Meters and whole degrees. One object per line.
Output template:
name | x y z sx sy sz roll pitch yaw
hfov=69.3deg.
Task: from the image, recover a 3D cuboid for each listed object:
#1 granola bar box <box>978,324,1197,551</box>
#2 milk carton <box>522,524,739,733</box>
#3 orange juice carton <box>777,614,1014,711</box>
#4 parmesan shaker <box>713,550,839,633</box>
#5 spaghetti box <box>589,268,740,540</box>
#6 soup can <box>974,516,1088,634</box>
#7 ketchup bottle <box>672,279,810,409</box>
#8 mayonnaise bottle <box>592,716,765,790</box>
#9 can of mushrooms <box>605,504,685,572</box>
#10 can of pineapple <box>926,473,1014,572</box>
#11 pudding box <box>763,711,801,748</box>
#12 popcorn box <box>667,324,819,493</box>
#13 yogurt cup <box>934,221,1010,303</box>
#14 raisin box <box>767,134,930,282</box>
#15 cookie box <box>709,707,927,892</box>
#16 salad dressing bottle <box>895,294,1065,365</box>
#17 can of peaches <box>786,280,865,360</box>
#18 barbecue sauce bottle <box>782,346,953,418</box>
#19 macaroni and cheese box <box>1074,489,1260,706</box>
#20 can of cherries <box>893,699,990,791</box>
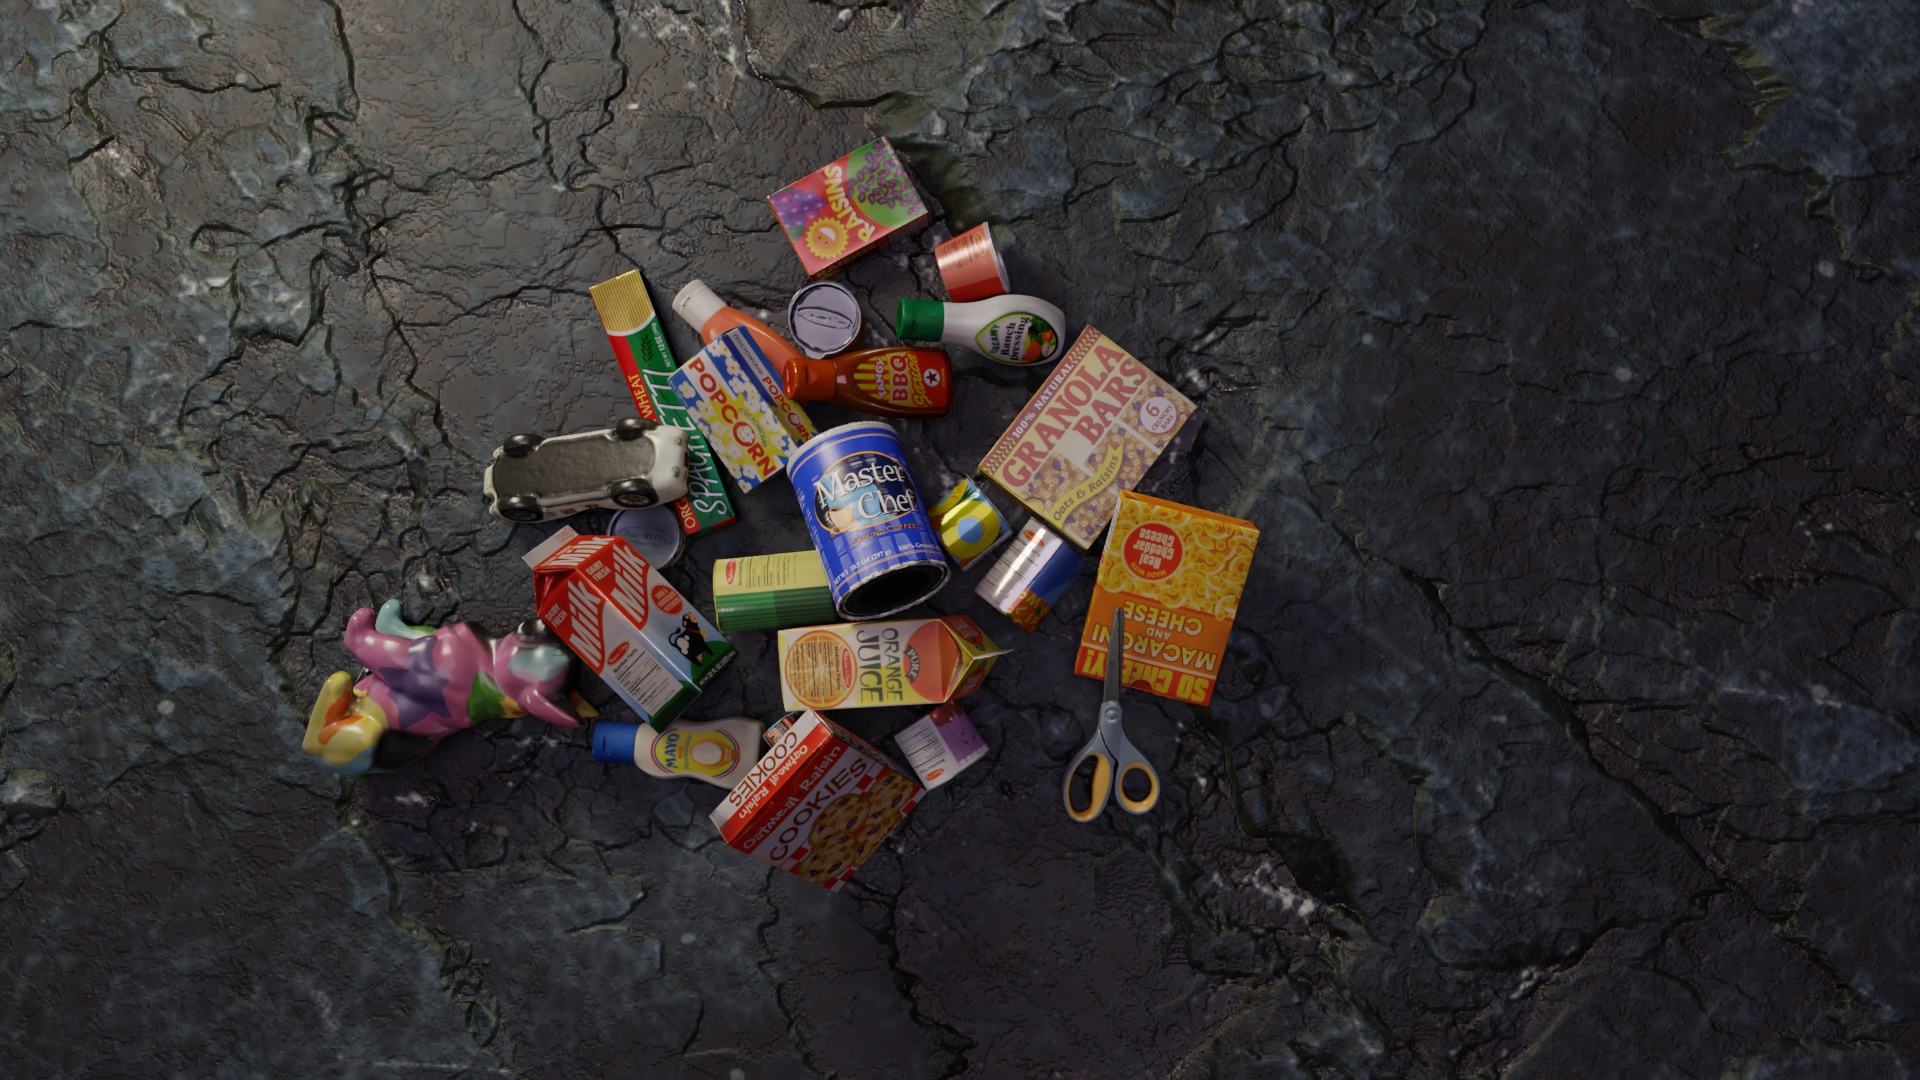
granola bar box | 0.114 -0.092 1.253 0.124 0.039 0.165 37 88 3
milk carton | -0.294 0.068 1.212 0.190 0.073 0.073 45 121 -3
orange juice carton | -0.054 0.105 1.201 0.192 0.072 0.073 -6 87 19
parmesan shaker | -0.162 0.047 1.234 0.103 0.071 0.071 -5 87 0
spaghetti box | -0.269 -0.124 1.266 0.050 0.028 0.250 -22 86 0
soup can | 0.064 0.033 1.235 0.071 0.071 0.084 39 89 3
ketchup bottle | -0.196 -0.174 1.259 0.149 0.043 0.064 43 105 3
mayonnaise bottle | -0.251 0.186 1.241 0.148 0.041 0.064 5 90 1
can of mushrooms | -0.284 -0.001 1.256 0.071 0.033 0.071 0 87 0
can of pineapple | 0.004 -0.016 1.237 0.058 0.071 0.071 -39 87 -1
pudding box | -0.144 0.178 1.219 0.030 0.083 0.049 -41 87 -4
popcorn box | -0.191 -0.116 1.230 0.085 0.038 0.126 -30 97 37
yogurt cup | 0.010 -0.247 1.253 0.054 0.072 0.072 -18 87 8
raisin box | -0.102 -0.302 1.269 0.123 0.040 0.086 -29 88 -2
cookie box | -0.116 0.224 1.178 0.123 0.167 0.040 -48 52 -1
salad dressing bottle | 0.018 -0.191 1.241 0.148 0.044 0.064 4 127 -11
can of peaches | -0.121 -0.193 1.253 0.071 0.058 0.071 0 87 0
barbecue sauce bottle | -0.081 -0.141 1.228 0.149 0.043 0.065 -1 84 -25
macaroni and cheese box | 0.179 0.052 1.223 0.124 0.040 0.166 14 102 1
can of cherries | -0.016 0.179 1.228 0.071 0.071 0.058 -33 85 -1
